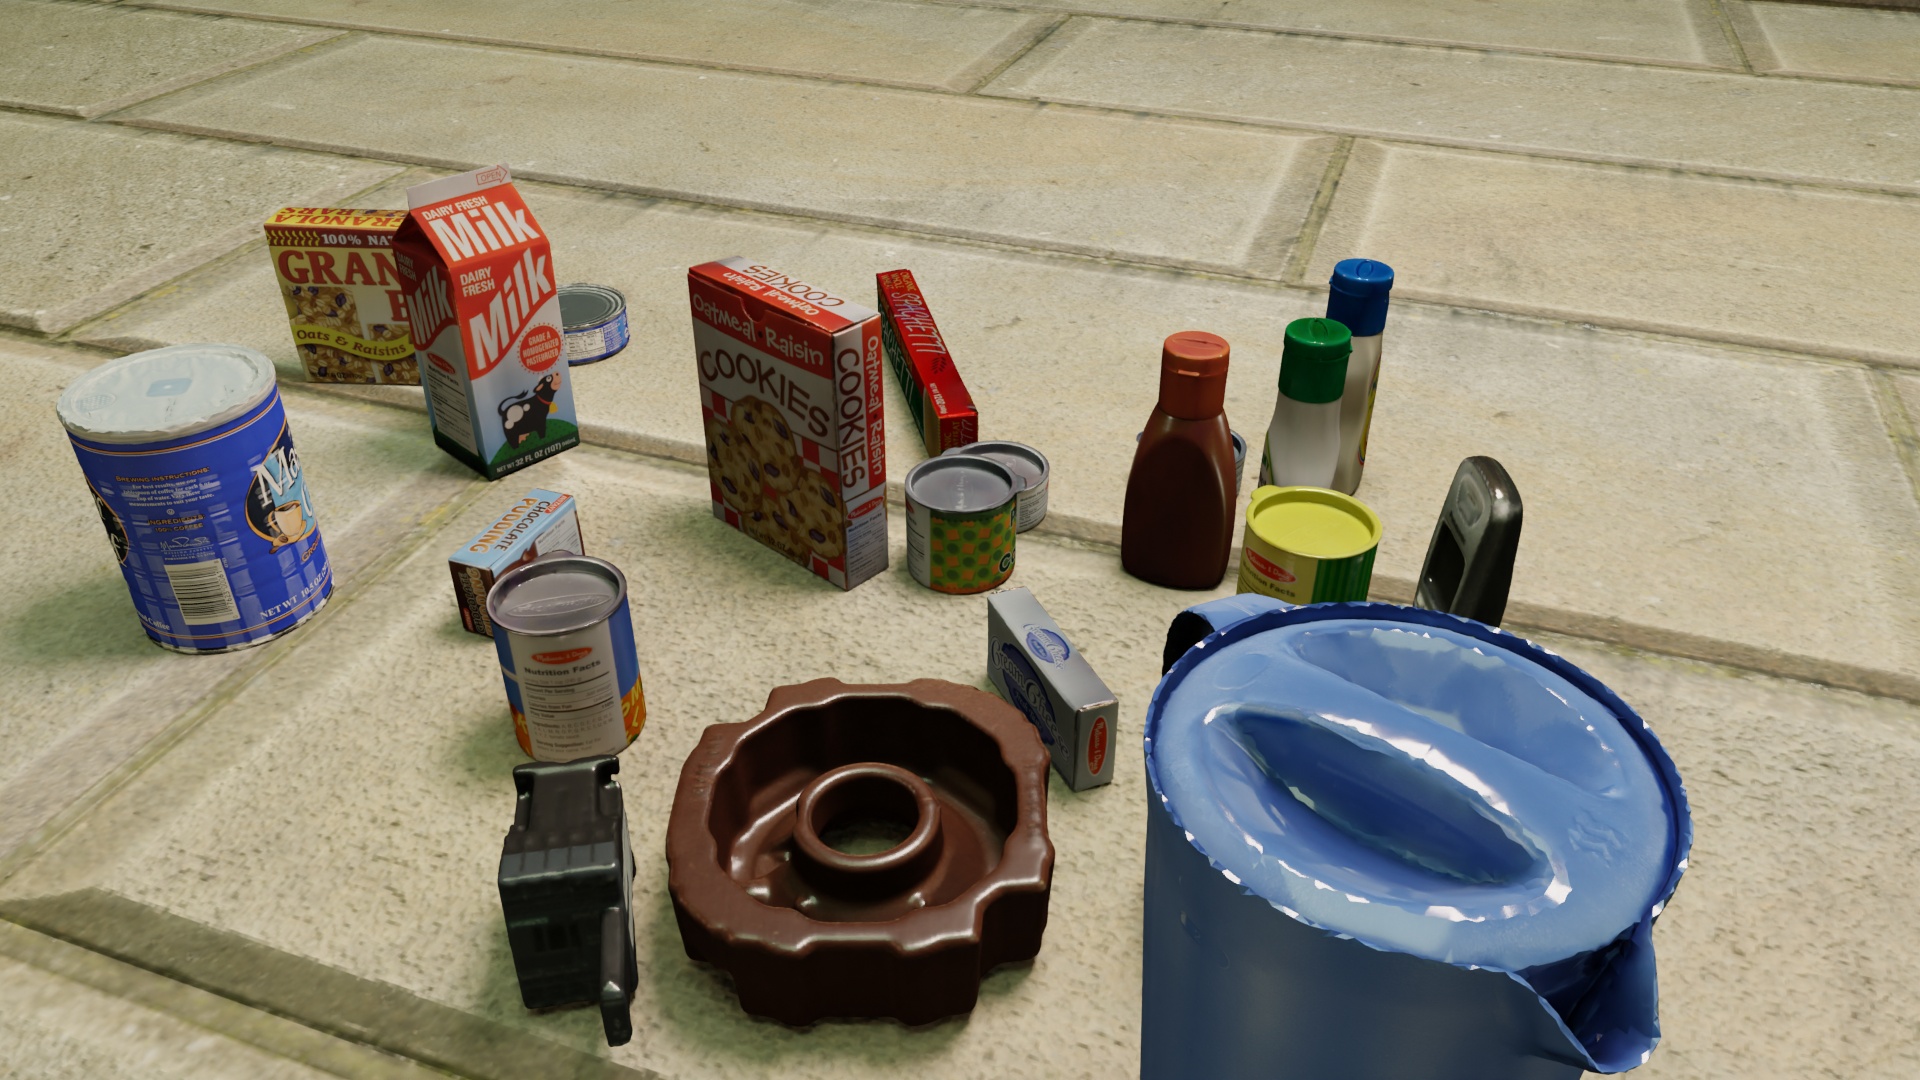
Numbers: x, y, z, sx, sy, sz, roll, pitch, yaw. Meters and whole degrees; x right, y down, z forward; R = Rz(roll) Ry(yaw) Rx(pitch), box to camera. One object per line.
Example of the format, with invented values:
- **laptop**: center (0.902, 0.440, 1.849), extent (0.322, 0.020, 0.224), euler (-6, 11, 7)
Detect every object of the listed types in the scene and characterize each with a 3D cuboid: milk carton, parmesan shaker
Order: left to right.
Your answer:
- **milk carton**: center (-0.308, -0.144, 0.900), extent (0.073, 0.189, 0.073), euler (27, 42, 35)
- **parmesan shaker**: center (0.173, 0.031, 0.717), extent (0.071, 0.102, 0.072), euler (0, 33, 0)

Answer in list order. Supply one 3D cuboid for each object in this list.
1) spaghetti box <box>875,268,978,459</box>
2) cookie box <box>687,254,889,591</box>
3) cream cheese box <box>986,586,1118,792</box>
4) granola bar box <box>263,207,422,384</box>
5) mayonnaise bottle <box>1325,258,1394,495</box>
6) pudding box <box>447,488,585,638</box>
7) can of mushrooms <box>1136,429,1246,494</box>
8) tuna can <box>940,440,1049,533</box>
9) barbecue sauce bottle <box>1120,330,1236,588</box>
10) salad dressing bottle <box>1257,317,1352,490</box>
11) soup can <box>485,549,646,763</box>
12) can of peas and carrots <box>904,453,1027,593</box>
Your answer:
- **spaghetti box**: center (-0.027, -0.126, 1.002), extent (0.029, 0.050, 0.251), euler (-7, 34, -10)
- **cookie box**: center (-0.100, -0.069, 0.808), extent (0.123, 0.166, 0.040), euler (27, 42, 34)
- **cream cheese box**: center (0.044, 0.073, 0.698), extent (0.024, 0.053, 0.104), euler (-13, 36, -19)
- **granola bar box**: center (-0.402, -0.175, 1.005), extent (0.166, 0.123, 0.039), euler (2, 33, 2)
- **mayonnaise bottle**: center (0.245, -0.103, 0.880), extent (0.041, 0.147, 0.065), euler (12, 35, 17)
- **pudding box**: center (-0.250, 0.012, 0.791), extent (0.030, 0.049, 0.084), euler (11, 35, 17)
- **can of mushrooms**: center (0.148, -0.050, 0.902), extent (0.071, 0.033, 0.071), euler (0, 33, 0)
- **tuna can**: center (0.021, -0.034, 0.878), extent (0.071, 0.032, 0.071), euler (0, 33, 0)
- **barbecue sauce bottle**: center (0.127, -0.045, 0.790), extent (0.065, 0.147, 0.044), euler (12, 35, 17)
- **salad dressing bottle**: center (0.199, -0.056, 0.809), extent (0.044, 0.146, 0.064), euler (4, 33, 6)
- **soup can**: center (-0.194, 0.058, 0.691), extent (0.071, 0.083, 0.072), euler (0, 33, 0)
- **can of peas and carrots**: center (0.003, -0.010, 0.818), extent (0.071, 0.058, 0.071), euler (0, 33, 0)
